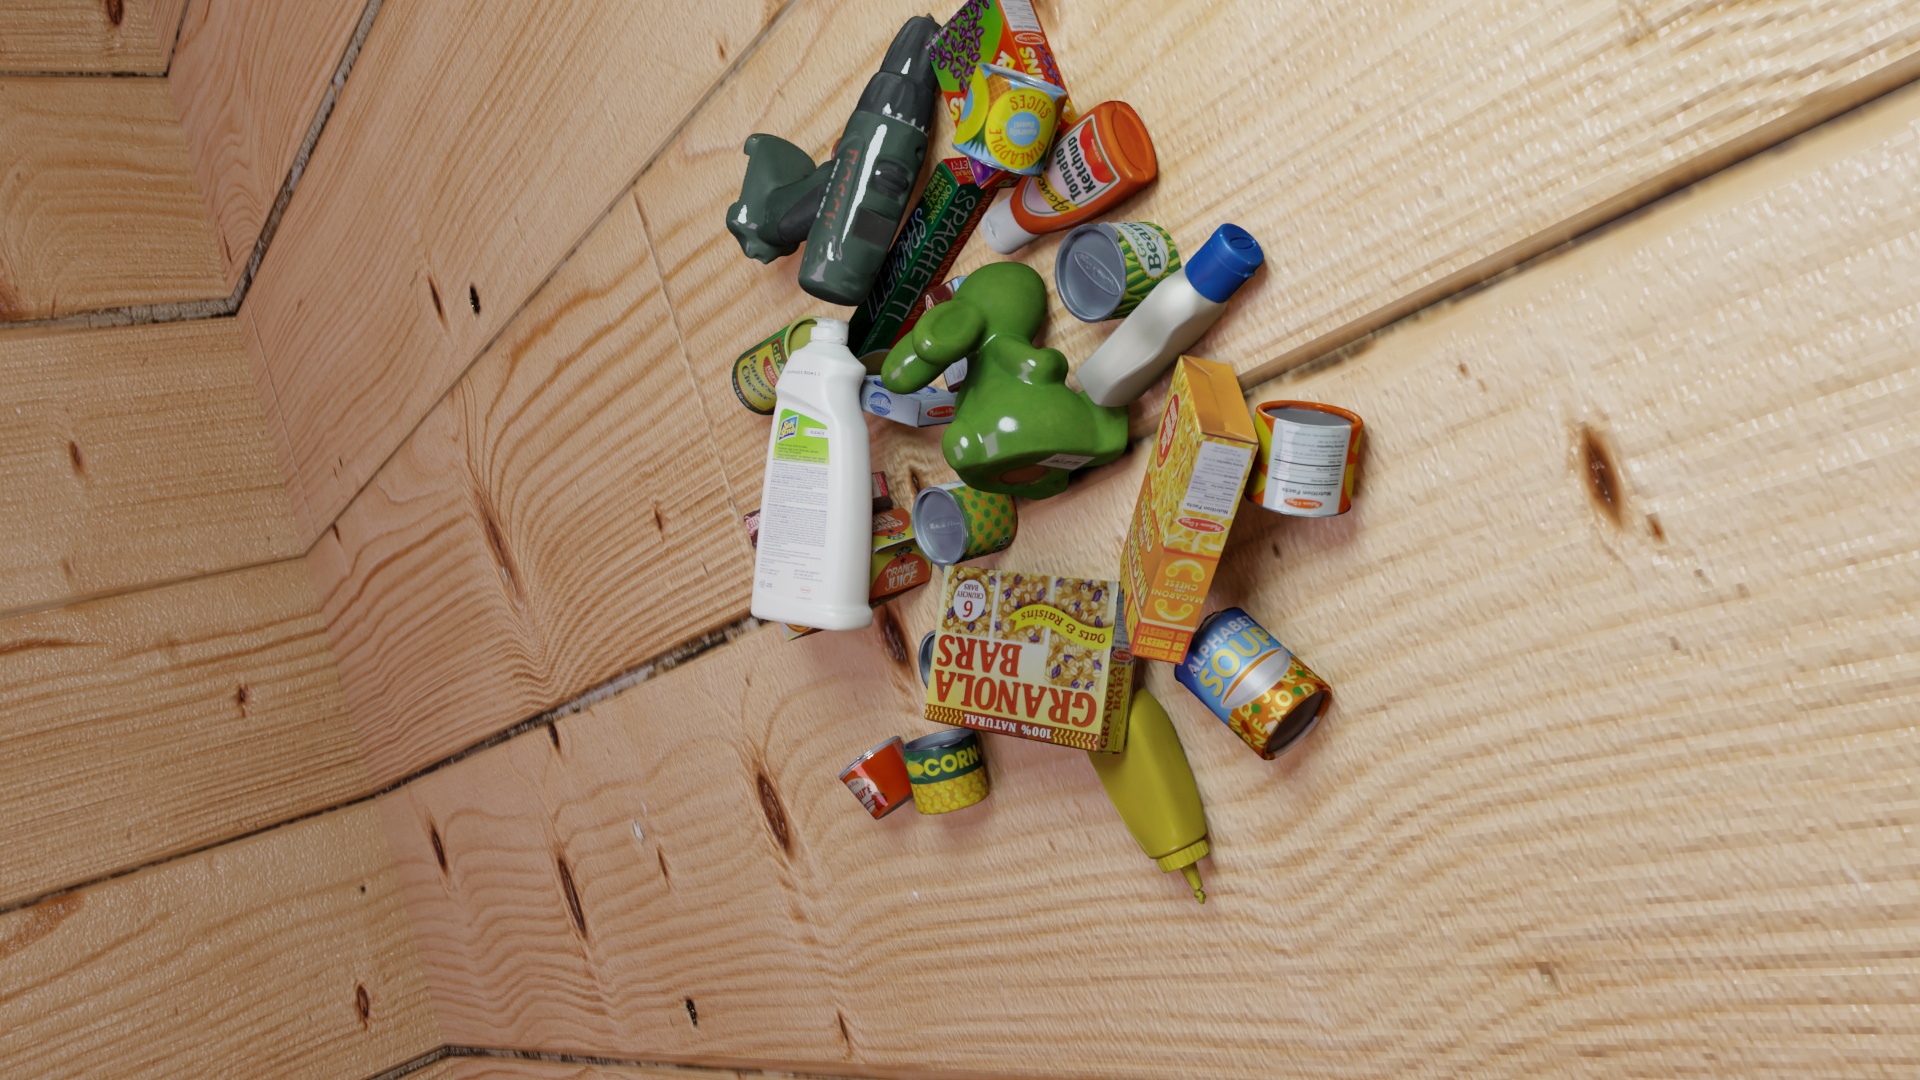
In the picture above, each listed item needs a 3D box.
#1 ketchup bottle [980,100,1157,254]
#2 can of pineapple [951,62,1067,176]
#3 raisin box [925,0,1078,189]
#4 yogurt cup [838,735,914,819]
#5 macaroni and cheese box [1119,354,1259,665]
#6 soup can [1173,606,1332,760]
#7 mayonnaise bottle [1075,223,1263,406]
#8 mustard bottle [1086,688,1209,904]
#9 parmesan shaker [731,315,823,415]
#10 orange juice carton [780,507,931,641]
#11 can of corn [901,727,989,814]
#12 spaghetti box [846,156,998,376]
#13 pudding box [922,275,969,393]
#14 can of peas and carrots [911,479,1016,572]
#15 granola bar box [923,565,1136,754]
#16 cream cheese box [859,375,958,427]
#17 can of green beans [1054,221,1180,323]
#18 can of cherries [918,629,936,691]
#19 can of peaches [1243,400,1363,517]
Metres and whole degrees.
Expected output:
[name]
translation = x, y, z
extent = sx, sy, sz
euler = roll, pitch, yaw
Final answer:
[ketchup bottle]
translation = 0.072, -0.250, 0.989
extent = 0.148, 0.044, 0.064
euler = -24, 85, 51
[can of pineapple]
translation = 0.034, -0.286, 0.944
extent = 0.071, 0.071, 0.057
euler = 38, 120, 37
[raisin box]
translation = 0.030, -0.332, 1.017
extent = 0.086, 0.040, 0.123
euler = -27, 81, 49
[yogurt cup]
translation = -0.070, 0.221, 1.281
extent = 0.054, 0.073, 0.072
euler = 55, 137, 12
[macaroni and cheese box]
translation = 0.146, -0.022, 0.919
extent = 0.124, 0.040, 0.165
euler = -85, 8, -60
[soup can]
translation = 0.194, 0.094, 0.926
extent = 0.084, 0.071, 0.071
euler = 44, 131, 32
[mayonnaise bottle]
translation = 0.141, -0.148, 0.926
extent = 0.041, 0.065, 0.147
euler = 56, 133, 15
[mustard bottle]
translation = 0.146, 0.192, 1.029
extent = 0.065, 0.049, 0.160
euler = -34, 75, 45
[parmesan shaker]
translation = -0.155, -0.155, 1.268
extent = 0.103, 0.071, 0.071
euler = -18, 87, 51
[orange juice carton]
translation = -0.095, 0.026, 1.245
extent = 0.192, 0.072, 0.073
euler = -28, 80, 50
[can of corn]
translation = -0.012, 0.199, 1.201
extent = 0.071, 0.071, 0.058
euler = -11, 93, 50
[spaghetti box]
translation = -0.045, -0.211, 1.133
extent = 0.029, 0.050, 0.248
euler = 57, 137, 19
[pudding box]
translation = 0.004, -0.165, 1.105
extent = 0.049, 0.030, 0.083
euler = -18, 87, 52
[can of peas and carrots]
translation = 0.004, -0.014, 1.127
extent = 0.071, 0.059, 0.070
euler = 19, 116, 45
[granola bar box]
translation = 0.054, 0.087, 1.047
extent = 0.165, 0.039, 0.124
euler = 4, 84, 41
[cream cheese box]
translation = -0.047, -0.117, 1.161
extent = 0.104, 0.053, 0.024
euler = 22, 113, 44
[can of green beans]
translation = 0.108, -0.185, 0.954
extent = 0.071, 0.058, 0.071
euler = 18, 114, 46
[can of cherries]
translation = 0.009, 0.101, 1.155
extent = 0.071, 0.058, 0.071
euler = 16, 112, 46
[can of peaches]
translation = 0.213, -0.053, 0.866
extent = 0.071, 0.071, 0.057
euler = 24, 118, 44
